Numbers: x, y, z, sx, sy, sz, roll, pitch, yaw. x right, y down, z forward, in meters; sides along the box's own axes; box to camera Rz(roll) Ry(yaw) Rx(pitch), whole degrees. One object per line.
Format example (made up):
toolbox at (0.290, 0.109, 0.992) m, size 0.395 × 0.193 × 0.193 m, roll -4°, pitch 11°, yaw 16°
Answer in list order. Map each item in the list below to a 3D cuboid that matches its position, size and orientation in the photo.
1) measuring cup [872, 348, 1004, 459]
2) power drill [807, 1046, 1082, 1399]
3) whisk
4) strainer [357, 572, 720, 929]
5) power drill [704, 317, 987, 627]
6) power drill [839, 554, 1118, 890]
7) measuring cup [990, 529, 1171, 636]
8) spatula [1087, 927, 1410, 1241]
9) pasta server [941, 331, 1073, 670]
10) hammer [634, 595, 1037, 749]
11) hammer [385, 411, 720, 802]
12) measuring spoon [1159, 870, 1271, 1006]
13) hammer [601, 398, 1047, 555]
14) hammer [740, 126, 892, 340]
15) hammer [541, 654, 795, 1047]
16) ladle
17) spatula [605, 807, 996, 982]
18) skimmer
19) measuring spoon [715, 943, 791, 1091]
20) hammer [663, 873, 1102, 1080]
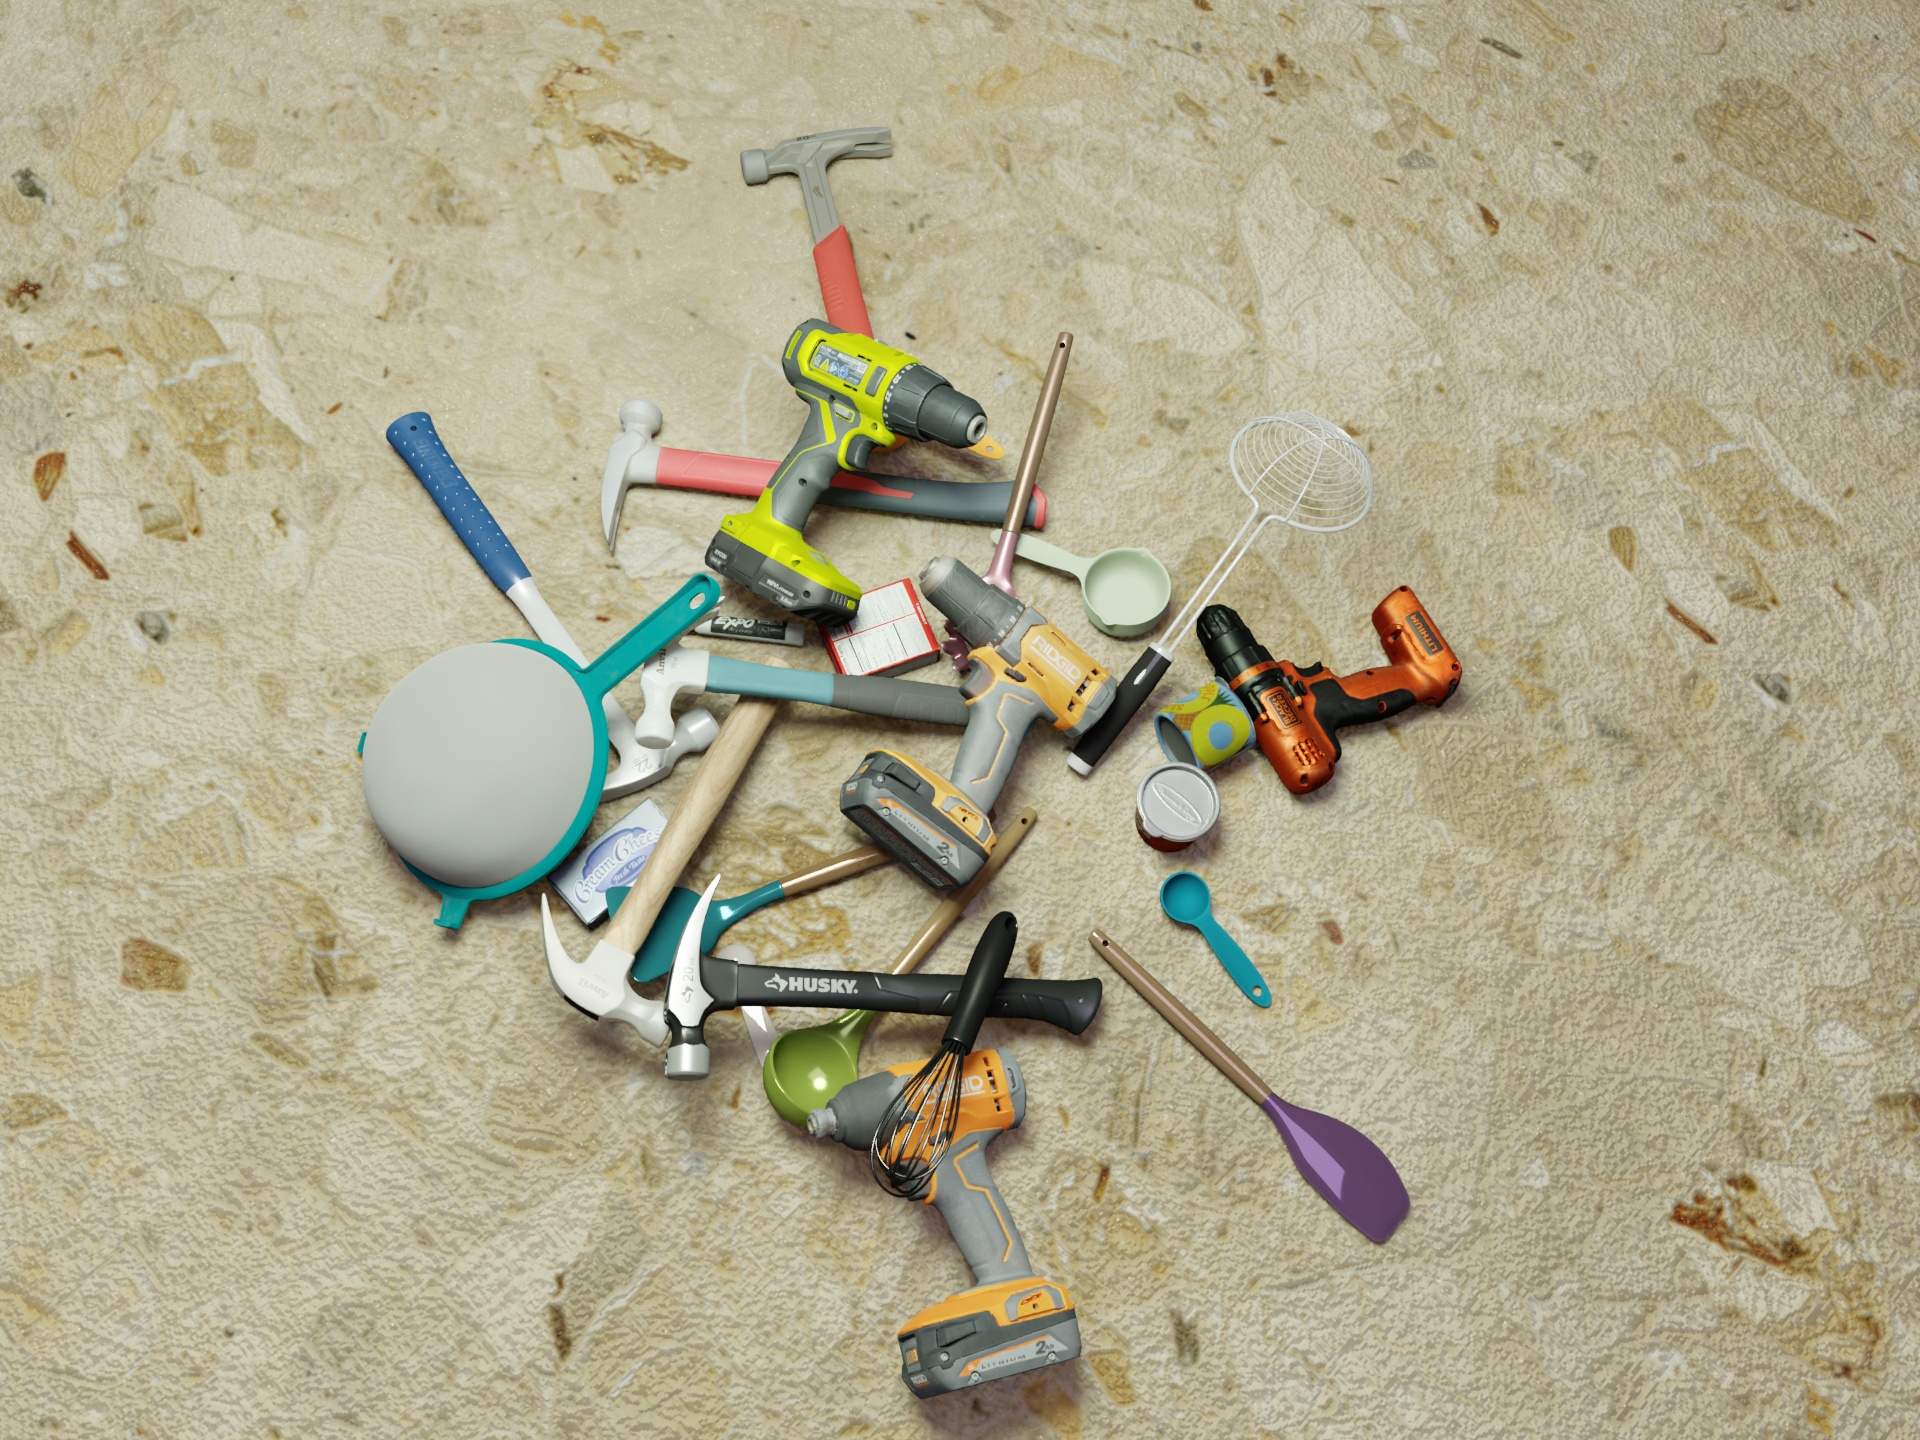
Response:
measuring cup at (-0.040, -0.265, 1.426) m, size 0.173 × 0.052 × 0.095 m, roll 28°, pitch 68°, yaw 6°
power drill at (-0.014, 0.355, 1.136) m, size 0.164 × 0.084 × 0.227 m, roll -4°, pitch 65°, yaw -25°
whisk at (-0.006, 0.231, 1.139) m, size 0.055 × 0.055 × 0.239 m, roll 22°, pitch 52°, yaw 5°
strainer at (-0.332, -0.011, 1.204) m, size 0.340 × 0.095 × 0.211 m, roll -37°, pitch 65°, yaw 10°
power drill at (-0.094, -0.197, 1.296) m, size 0.191 × 0.080 × 0.228 m, roll 30°, pitch 96°, yaw 28°
power drill at (-0.002, -0.004, 1.253) m, size 0.185 × 0.084 × 0.226 m, roll 41°, pitch 70°, yaw -11°
measuring cup at (0.102, -0.125, 1.388) m, size 0.167 × 0.038 × 0.083 m, roll 23°, pitch 68°, yaw 14°
spatula at (0.219, 0.273, 1.235) m, size 0.316 × 0.018 × 0.060 m, roll 42°, pitch 70°, yaw 12°
pasta server at (0.050, -0.188, 1.368) m, size 0.060 × 0.040 × 0.316 m, roll 15°, pitch 84°, yaw 7°
hammer at (-0.092, -0.022, 1.290) m, size 0.331 × 0.033 × 0.128 m, roll 8°, pitch 65°, yaw -16°
hammer at (-0.372, -0.103, 1.344) m, size 0.144 × 0.035 × 0.406 m, roll -33°, pitch 73°, yaw -16°
measuring spoon at (0.205, 0.178, 1.279) m, size 0.042 × 0.021 × 0.129 m, roll -35°, pitch 83°, yaw -17°
hammer at (-0.118, -0.192, 1.397) m, size 0.386 × 0.038 × 0.143 m, roll 7°, pitch 68°, yaw -1°
hammer at (-0.105, -0.416, 1.456) m, size 0.149 × 0.036 × 0.359 m, roll -11°, pitch 57°, yaw -6°
hammer at (-0.214, 0.081, 1.236) m, size 0.130 × 0.031 × 0.331 m, roll 28°, pitch 59°, yaw -4°
ladle at (-0.036, 0.182, 1.238) m, size 0.078 × 0.062 × 0.320 m, roll 42°, pitch 68°, yaw 0°
spatula at (-0.117, 0.122, 1.263) m, size 0.317 × 0.044 × 0.082 m, roll -19°, pitch 66°, yaw -13°
skimmer at (0.209, -0.103, 1.339) m, size 0.127 × 0.090 × 0.363 m, roll 37°, pitch 94°, yaw 11°
measuring spoon at (-0.158, 0.229, 1.229) m, size 0.034 × 0.018 × 0.124 m, roll -21°, pitch 71°, yaw -12°
hammer at (-0.051, 0.198, 1.189) m, size 0.334 × 0.035 × 0.146 m, roll 6°, pitch 66°, yaw -17°
